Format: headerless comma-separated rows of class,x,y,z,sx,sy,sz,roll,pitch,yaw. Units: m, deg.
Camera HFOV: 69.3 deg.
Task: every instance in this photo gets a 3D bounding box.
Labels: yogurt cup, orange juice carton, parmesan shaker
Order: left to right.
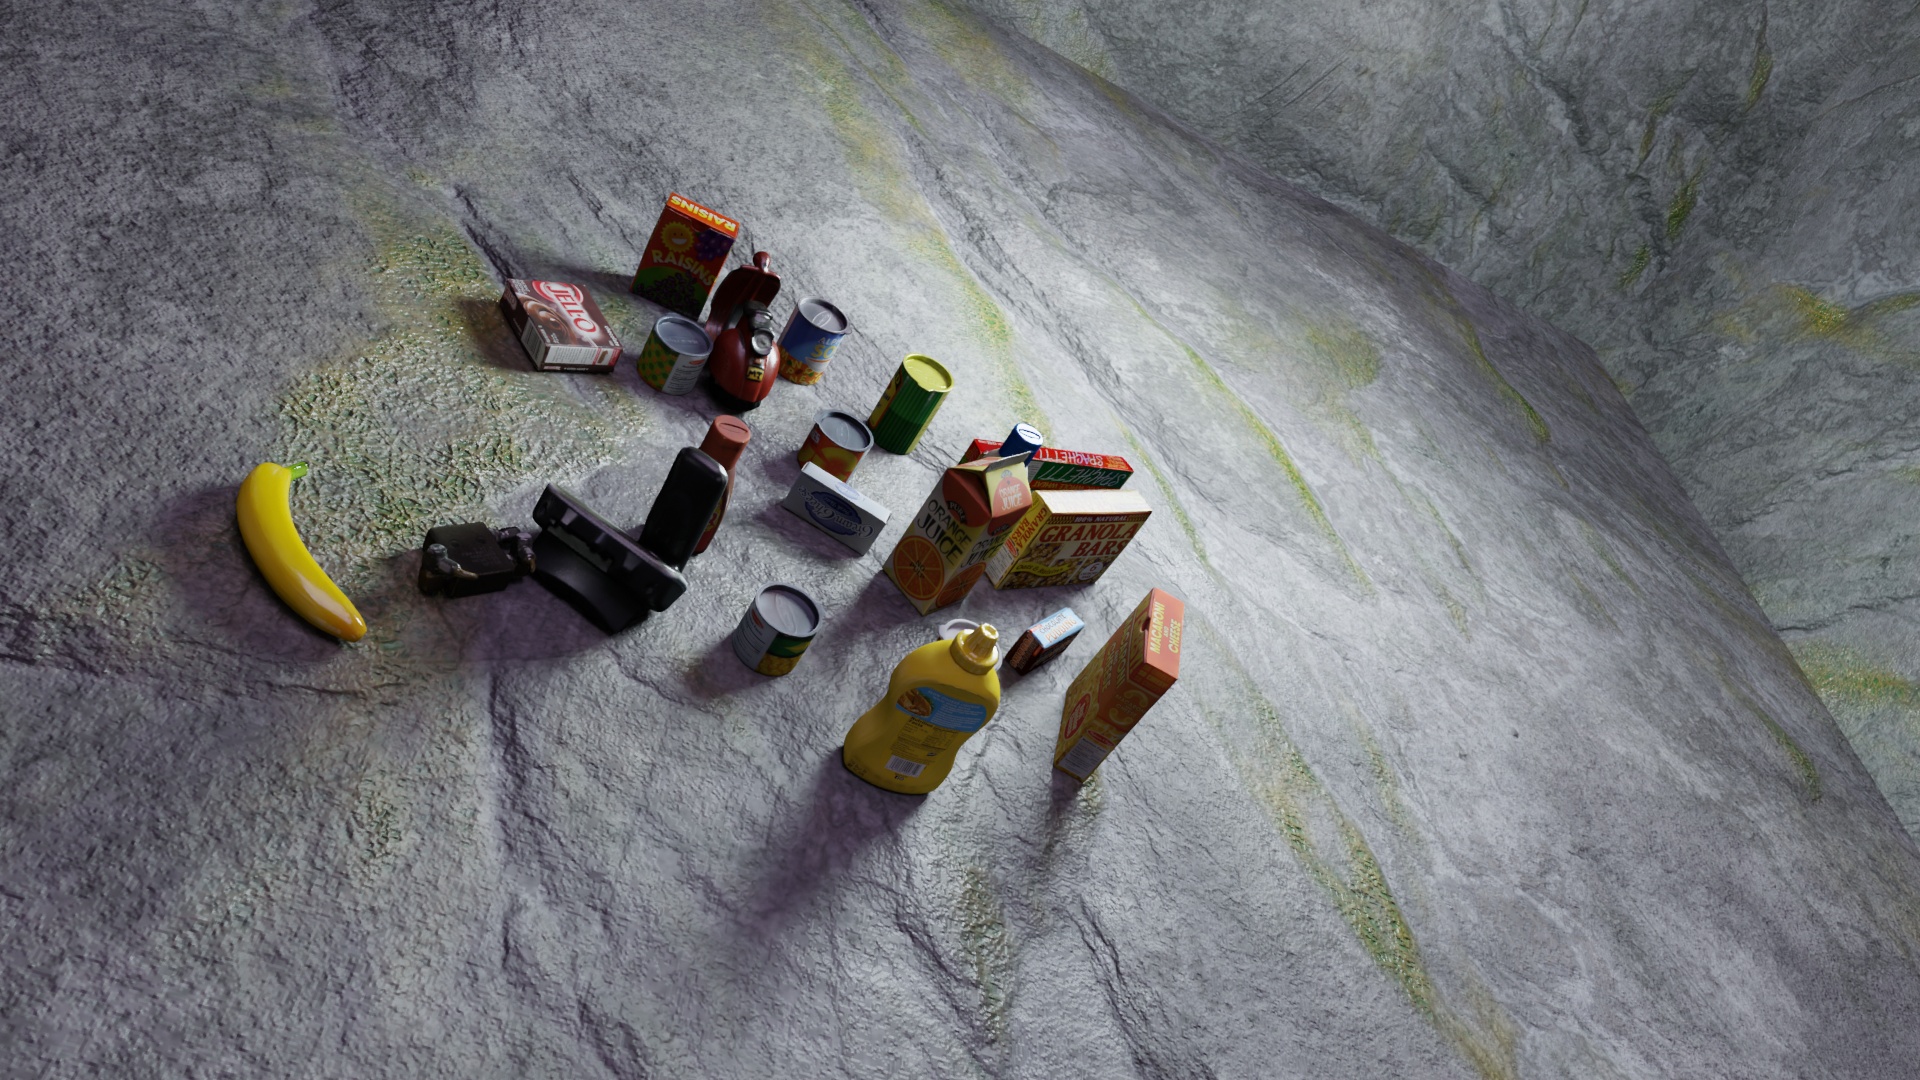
parmesan shaker,-0.060,-0.156,1.611,0.071,0.102,0.072,23,36,-17
yogurt cup,0.000,0.120,1.368,0.072,0.053,0.073,23,36,-17
orange juice carton,0.005,-0.018,1.417,0.073,0.191,0.072,48,36,19

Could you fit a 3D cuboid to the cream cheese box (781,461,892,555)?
cream cheese box,-0.129,-0.033,1.447,0.104,0.053,0.024,31,34,-5

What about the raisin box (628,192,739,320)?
raisin box,-0.315,-0.322,1.582,0.086,0.122,0.040,23,35,-16

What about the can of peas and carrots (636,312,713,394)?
can of peas and carrots,-0.309,-0.201,1.496,0.071,0.058,0.071,23,36,-17

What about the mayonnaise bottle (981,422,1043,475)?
mayonnaise bottle,0.041,-0.066,1.545,0.065,0.147,0.041,16,38,-26

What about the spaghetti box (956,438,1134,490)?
spaghetti box,0.108,-0.088,1.715,0.250,0.050,0.029,4,45,-37

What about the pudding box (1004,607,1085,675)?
pudding box,0.090,0.106,1.465,0.030,0.049,0.084,46,36,16

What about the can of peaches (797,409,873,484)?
can of peaches,-0.139,-0.101,1.518,0.071,0.057,0.071,23,36,-17

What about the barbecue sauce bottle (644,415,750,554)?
barbecue sauce bottle,-0.240,-0.052,1.292,0.065,0.147,0.044,14,39,-28

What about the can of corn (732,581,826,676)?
can of corn,-0.166,0.081,1.272,0.071,0.058,0.071,23,36,-17

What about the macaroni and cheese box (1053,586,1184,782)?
macaroni and cheese box,0.156,0.142,1.373,0.040,0.165,0.124,29,34,-8

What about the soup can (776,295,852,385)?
soup can,-0.175,-0.232,1.624,0.071,0.083,0.072,23,36,-17

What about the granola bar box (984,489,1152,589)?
granola bar box,0.120,-0.002,1.555,0.166,0.123,0.039,-2,49,-42
